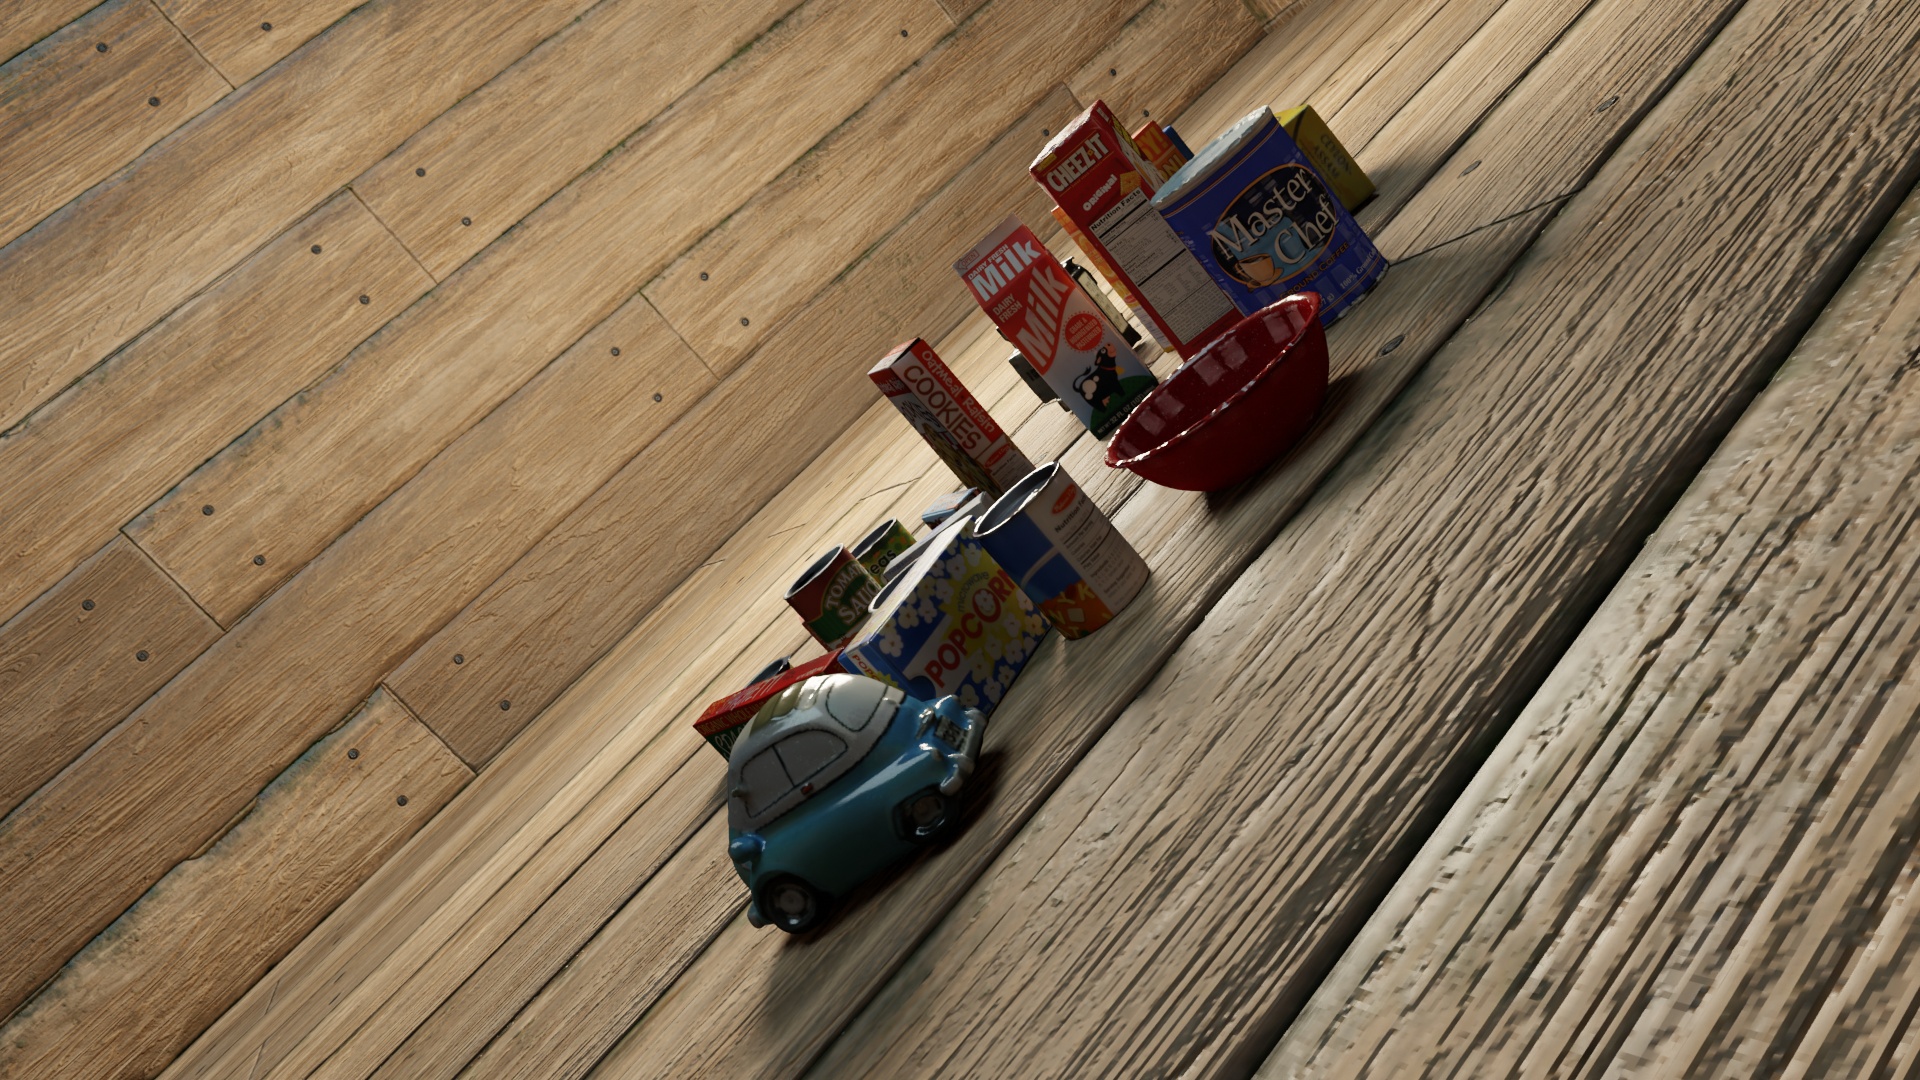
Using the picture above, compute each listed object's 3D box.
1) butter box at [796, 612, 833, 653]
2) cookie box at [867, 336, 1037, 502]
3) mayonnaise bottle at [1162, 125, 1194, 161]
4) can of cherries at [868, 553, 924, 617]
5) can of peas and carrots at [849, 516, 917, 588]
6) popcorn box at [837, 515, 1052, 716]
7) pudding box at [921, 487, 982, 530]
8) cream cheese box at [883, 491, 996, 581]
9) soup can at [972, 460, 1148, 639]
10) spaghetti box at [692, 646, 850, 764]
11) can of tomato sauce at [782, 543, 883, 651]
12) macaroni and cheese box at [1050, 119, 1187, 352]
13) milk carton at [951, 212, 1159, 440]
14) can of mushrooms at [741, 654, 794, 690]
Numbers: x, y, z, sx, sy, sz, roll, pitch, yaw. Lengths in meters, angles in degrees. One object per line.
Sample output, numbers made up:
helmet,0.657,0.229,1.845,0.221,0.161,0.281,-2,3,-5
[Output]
butter box,-0.119,0.075,1.226,0.024,0.053,0.103,-42,11,-4
cookie box,-0.004,-0.098,1.200,0.040,0.167,0.123,-43,11,-7
mayonnaise bottle,0.232,-0.326,1.324,0.064,0.148,0.041,-41,11,6
can of cherries,-0.023,0.051,0.981,0.071,0.058,0.072,-40,11,9
can of peas and carrots,-0.062,0.023,1.221,0.071,0.058,0.071,-40,11,9
popcorn box,-0.004,0.056,0.827,0.038,0.085,0.127,-30,16,47
pudding box,0.004,-0.015,1.160,0.030,0.049,0.083,-45,12,-18
cream cheese box,-0.004,0.013,1.072,0.103,0.053,0.024,-37,12,23
soup can,0.057,0.007,0.810,0.071,0.083,0.071,-40,11,9
spaghetti box,-0.139,0.133,1.081,0.029,0.050,0.249,-49,13,-34
can of tomato sauce,-0.092,0.054,1.138,0.071,0.083,0.071,-40,11,9
macaroni and cheese box,0.179,-0.273,1.251,0.124,0.166,0.040,-45,11,-18
milk carton,0.081,-0.184,1.181,0.072,0.190,0.074,-39,11,12
can of mushrooms,-0.164,0.134,1.205,0.071,0.033,0.071,-40,11,9
